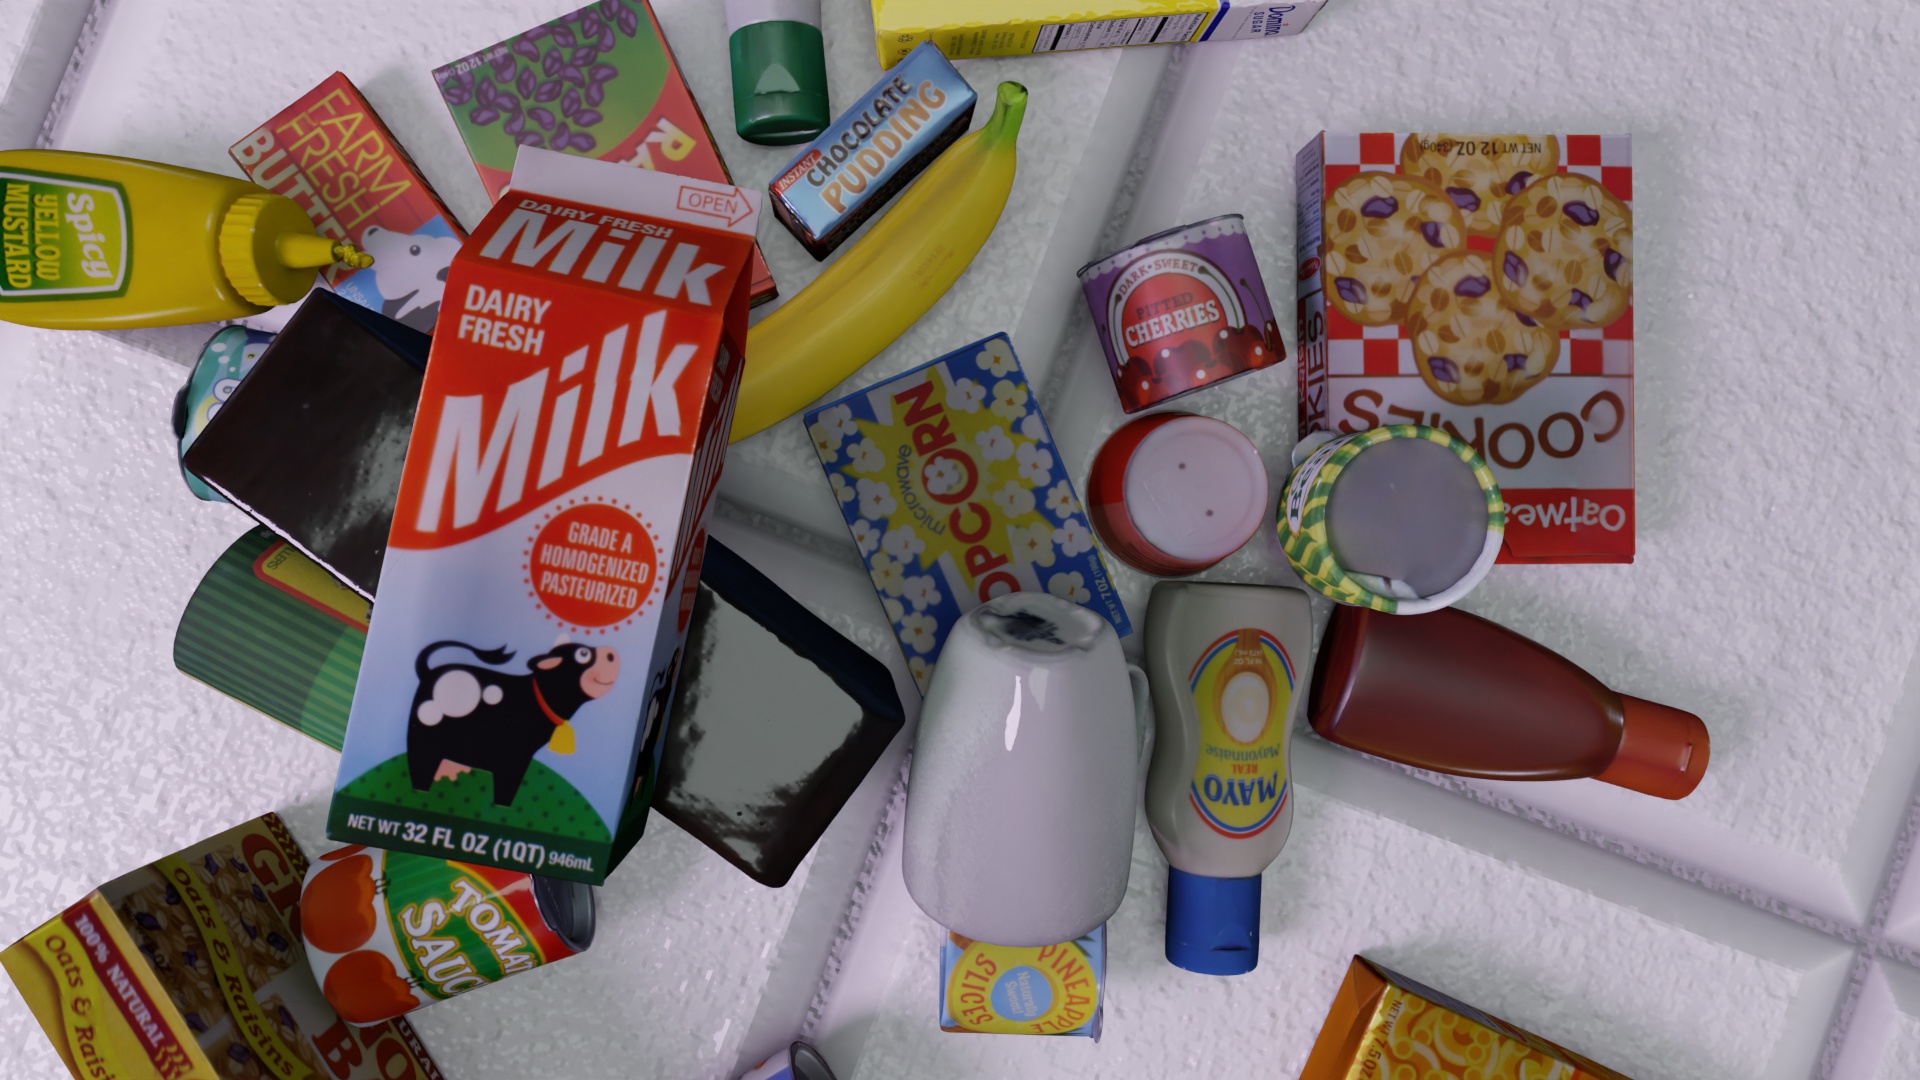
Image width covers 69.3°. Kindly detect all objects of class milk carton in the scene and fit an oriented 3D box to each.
[{"bbox_3d":[-0.107,-0.011,0.383,0.072,0.073,0.190,11,87,-4],"label":"milk carton"}]

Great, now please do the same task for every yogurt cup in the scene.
[{"bbox_3d":[0.085,-0.019,0.536,0.072,0.054,0.072,0,89,-2],"label":"yogurt cup"}]

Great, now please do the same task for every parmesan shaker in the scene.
[{"bbox_3d":[-0.221,0.044,0.508,0.103,0.071,0.071,28,88,-3],"label":"parmesan shaker"}]

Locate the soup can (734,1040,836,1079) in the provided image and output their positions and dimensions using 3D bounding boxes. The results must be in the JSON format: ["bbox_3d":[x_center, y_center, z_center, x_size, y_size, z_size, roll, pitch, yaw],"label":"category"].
[{"bbox_3d":[-0.080,0.240,0.515,0.084,0.071,0.071,-31,91,-3],"label":"soup can"}]

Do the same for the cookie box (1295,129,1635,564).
[{"bbox_3d":[0.198,-0.074,0.549,0.123,0.040,0.167,0,90,-3],"label":"cookie box"}]

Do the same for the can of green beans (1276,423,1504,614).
[{"bbox_3d":[0.152,-0.008,0.497,0.071,0.058,0.071,0,90,1],"label":"can of green beans"}]

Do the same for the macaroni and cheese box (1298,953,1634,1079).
[{"bbox_3d":[0.210,0.257,0.546,0.166,0.040,0.123,25,89,-3],"label":"macaroni and cheese box"}]

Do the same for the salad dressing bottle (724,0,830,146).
[{"bbox_3d":[-0.074,-0.229,0.534,0.064,0.044,0.147,-5,90,-2],"label":"salad dressing bottle"}]

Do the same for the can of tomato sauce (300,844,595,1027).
[{"bbox_3d":[-0.186,0.134,0.510,0.083,0.071,0.071,-19,91,-3],"label":"can of tomato sauce"}]

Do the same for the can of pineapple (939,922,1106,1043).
[{"bbox_3d":[0.022,0.152,0.522,0.058,0.071,0.071,2,89,-2],"label":"can of pineapple"}]

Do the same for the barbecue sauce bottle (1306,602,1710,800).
[{"bbox_3d":[0.217,0.066,0.548,0.148,0.043,0.065,16,89,-4],"label":"barbecue sauce bottle"}]

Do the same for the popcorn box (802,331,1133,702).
[{"bbox_3d":[0.002,-0.007,0.538,0.085,0.038,0.126,-23,91,-4],"label":"popcorn box"}]

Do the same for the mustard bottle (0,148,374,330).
[{"bbox_3d":[-0.289,-0.108,0.503,0.160,0.049,0.065,3,98,10],"label":"mustard bottle"}]

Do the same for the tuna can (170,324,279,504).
[{"bbox_3d":[-0.254,-0.044,0.507,0.033,0.071,0.071,11,89,-4],"label":"tuna can"}]

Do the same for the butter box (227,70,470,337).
[{"bbox_3d":[-0.226,-0.122,0.533,0.053,0.024,0.103,-36,91,-2],"label":"butter box"}]

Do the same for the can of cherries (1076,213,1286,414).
[{"bbox_3d":[0.084,-0.085,0.528,0.071,0.071,0.058,-18,91,-3],"label":"can of cherries"}]

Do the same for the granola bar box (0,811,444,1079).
[{"bbox_3d":[-0.235,0.184,0.479,0.039,0.124,0.165,-32,91,-2],"label":"granola bar box"}]

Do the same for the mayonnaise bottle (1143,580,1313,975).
[{"bbox_3d":[0.102,0.090,0.540,0.065,0.041,0.148,3,90,-15],"label":"mayonnaise bottle"}]

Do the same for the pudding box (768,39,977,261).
[{"bbox_3d":[-0.034,-0.148,0.532,0.084,0.049,0.030,-43,94,-3],"label":"pudding box"}]

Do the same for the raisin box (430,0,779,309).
[{"bbox_3d":[-0.133,-0.135,0.532,0.086,0.040,0.123,-24,91,-4],"label":"raisin box"}]
